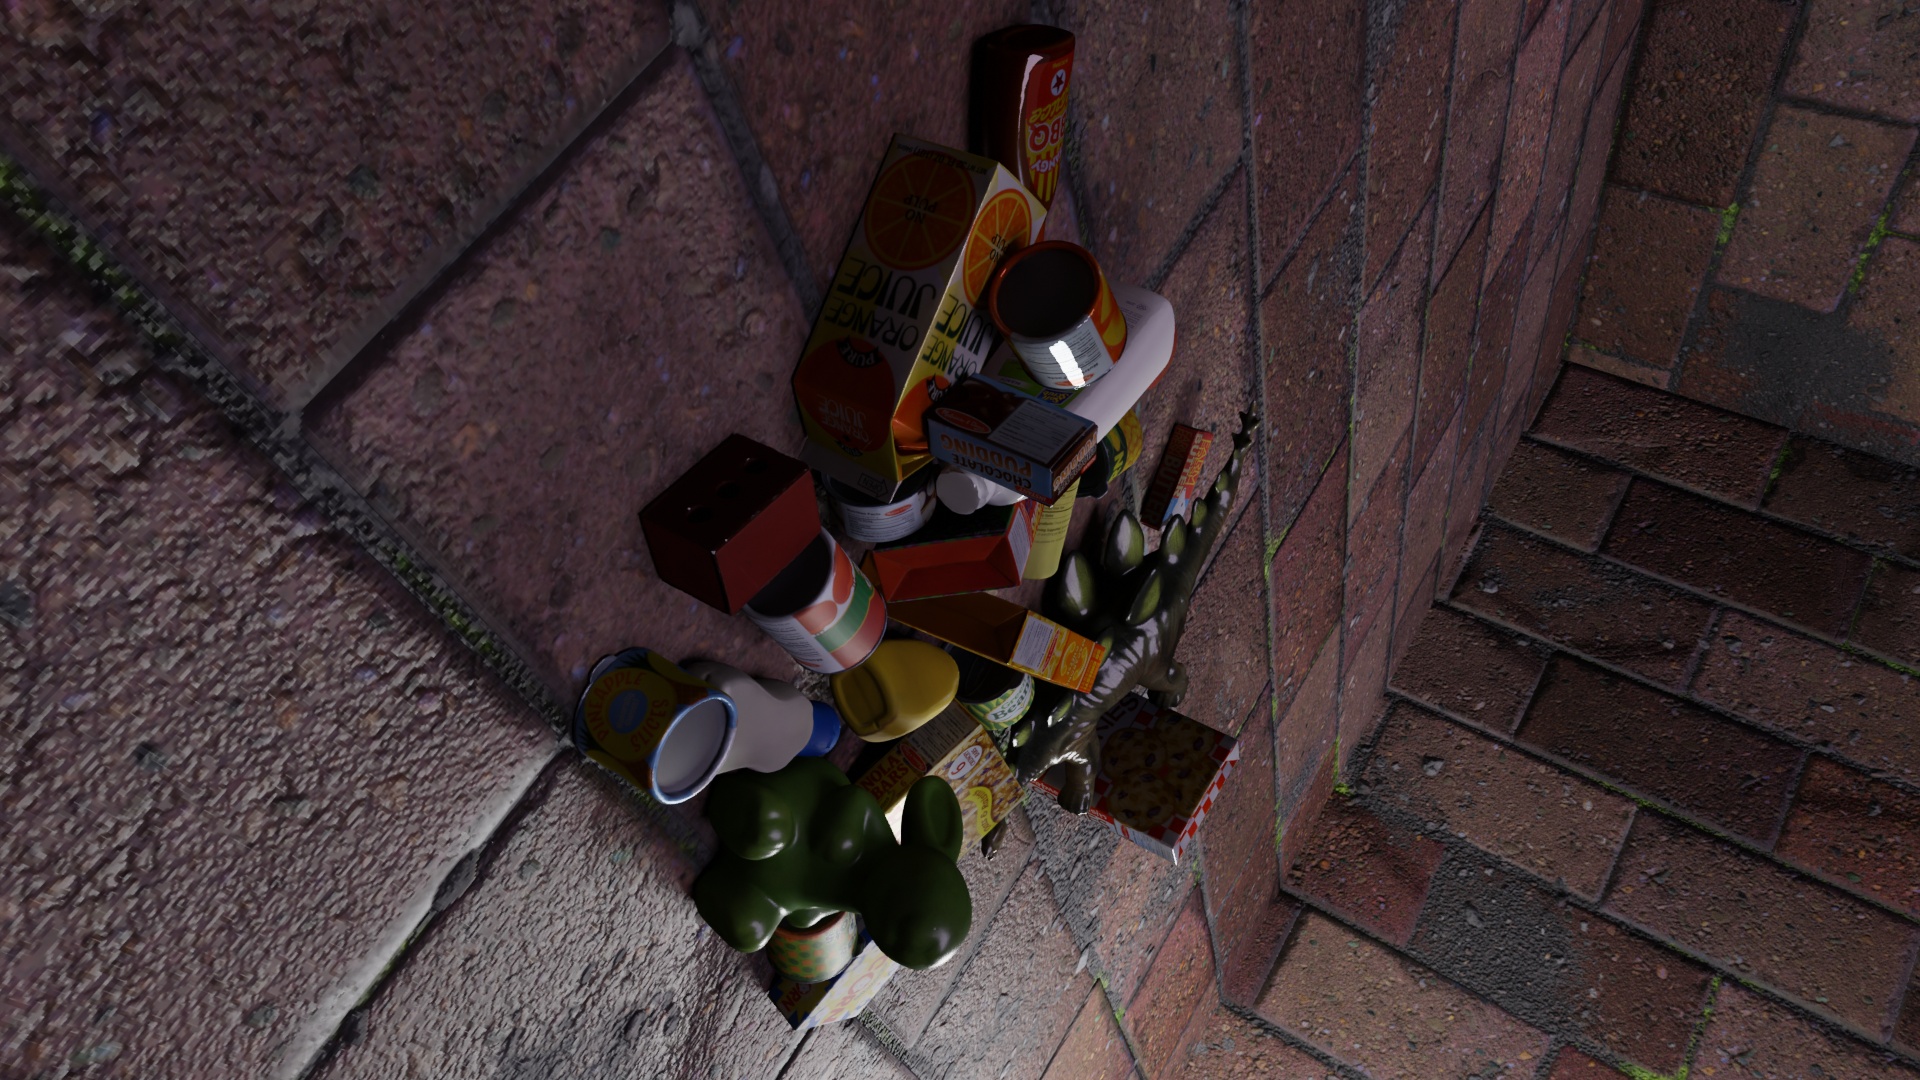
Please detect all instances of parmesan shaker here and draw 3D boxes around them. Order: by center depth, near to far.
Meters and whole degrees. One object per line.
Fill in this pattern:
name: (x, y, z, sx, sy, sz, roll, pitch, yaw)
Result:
parmesan shaker: (0.047, -0.031, 1.011, 0.071, 0.071, 0.102, -22, 131, -54)

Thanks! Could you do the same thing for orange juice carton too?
orange juice carton: (-0.030, -0.121, 0.786, 0.073, 0.072, 0.192, 20, 93, -63)

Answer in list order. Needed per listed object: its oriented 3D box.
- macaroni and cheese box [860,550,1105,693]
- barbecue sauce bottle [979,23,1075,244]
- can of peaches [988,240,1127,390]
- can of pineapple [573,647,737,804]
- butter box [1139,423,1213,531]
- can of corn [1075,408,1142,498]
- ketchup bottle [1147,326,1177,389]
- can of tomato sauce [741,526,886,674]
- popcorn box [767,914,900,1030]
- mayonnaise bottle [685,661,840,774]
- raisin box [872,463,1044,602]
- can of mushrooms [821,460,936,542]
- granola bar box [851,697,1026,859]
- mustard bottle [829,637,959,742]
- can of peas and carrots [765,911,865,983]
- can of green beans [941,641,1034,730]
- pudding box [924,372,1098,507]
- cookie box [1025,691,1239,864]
macaroni and cheese box: (0.016, 0.059, 0.957, 0.166, 0.124, 0.040, 29, 82, -63)
barbecue sauce bottle: (0.037, -0.233, 0.849, 0.065, 0.044, 0.147, -39, 144, -44)
can of peaches: (0.054, -0.128, 0.781, 0.071, 0.071, 0.058, -61, 153, -9)
can of pineapple: (-0.161, 0.098, 0.736, 0.071, 0.058, 0.070, -42, 145, -39)
butter box: (0.207, -0.060, 1.328, 0.053, 0.024, 0.103, 0, 111, -62)
can of corn: (0.101, -0.072, 1.069, 0.058, 0.071, 0.070, -35, 141, -47)
ketchup bottle: (0.122, -0.159, 1.067, 0.149, 0.043, 0.064, 12, 100, -63)
can of tomato sauce: (-0.087, 0.031, 0.811, 0.071, 0.071, 0.083, -59, 152, -14)
popcorn box: (-0.075, 0.307, 1.047, 0.126, 0.038, 0.085, -51, 152, 10)
mayonnaise bottle: (-0.123, 0.111, 0.839, 0.064, 0.041, 0.148, -65, 155, 1)
raisin box: (0.003, -0.011, 0.870, 0.124, 0.086, 0.040, -68, 146, -60)
can of mushrooms: (-0.048, -0.034, 0.832, 0.071, 0.071, 0.033, -48, 148, -32)
granola bar box: (-0.022, 0.199, 1.066, 0.124, 0.039, 0.165, -42, 149, -9)
mustard bottle: (-0.035, 0.100, 0.967, 0.048, 0.065, 0.160, -30, 169, 18)
can of peas and carrots: (-0.104, 0.263, 0.965, 0.071, 0.071, 0.058, -44, 146, -37)
can of green beans: (0.020, 0.106, 1.070, 0.071, 0.071, 0.057, -57, 153, -18)
pudding box: (0.028, -0.057, 0.767, 0.050, 0.084, 0.030, -46, 150, -35)
cookie box: (0.156, 0.208, 1.292, 0.123, 0.167, 0.040, -52, 148, -25)
